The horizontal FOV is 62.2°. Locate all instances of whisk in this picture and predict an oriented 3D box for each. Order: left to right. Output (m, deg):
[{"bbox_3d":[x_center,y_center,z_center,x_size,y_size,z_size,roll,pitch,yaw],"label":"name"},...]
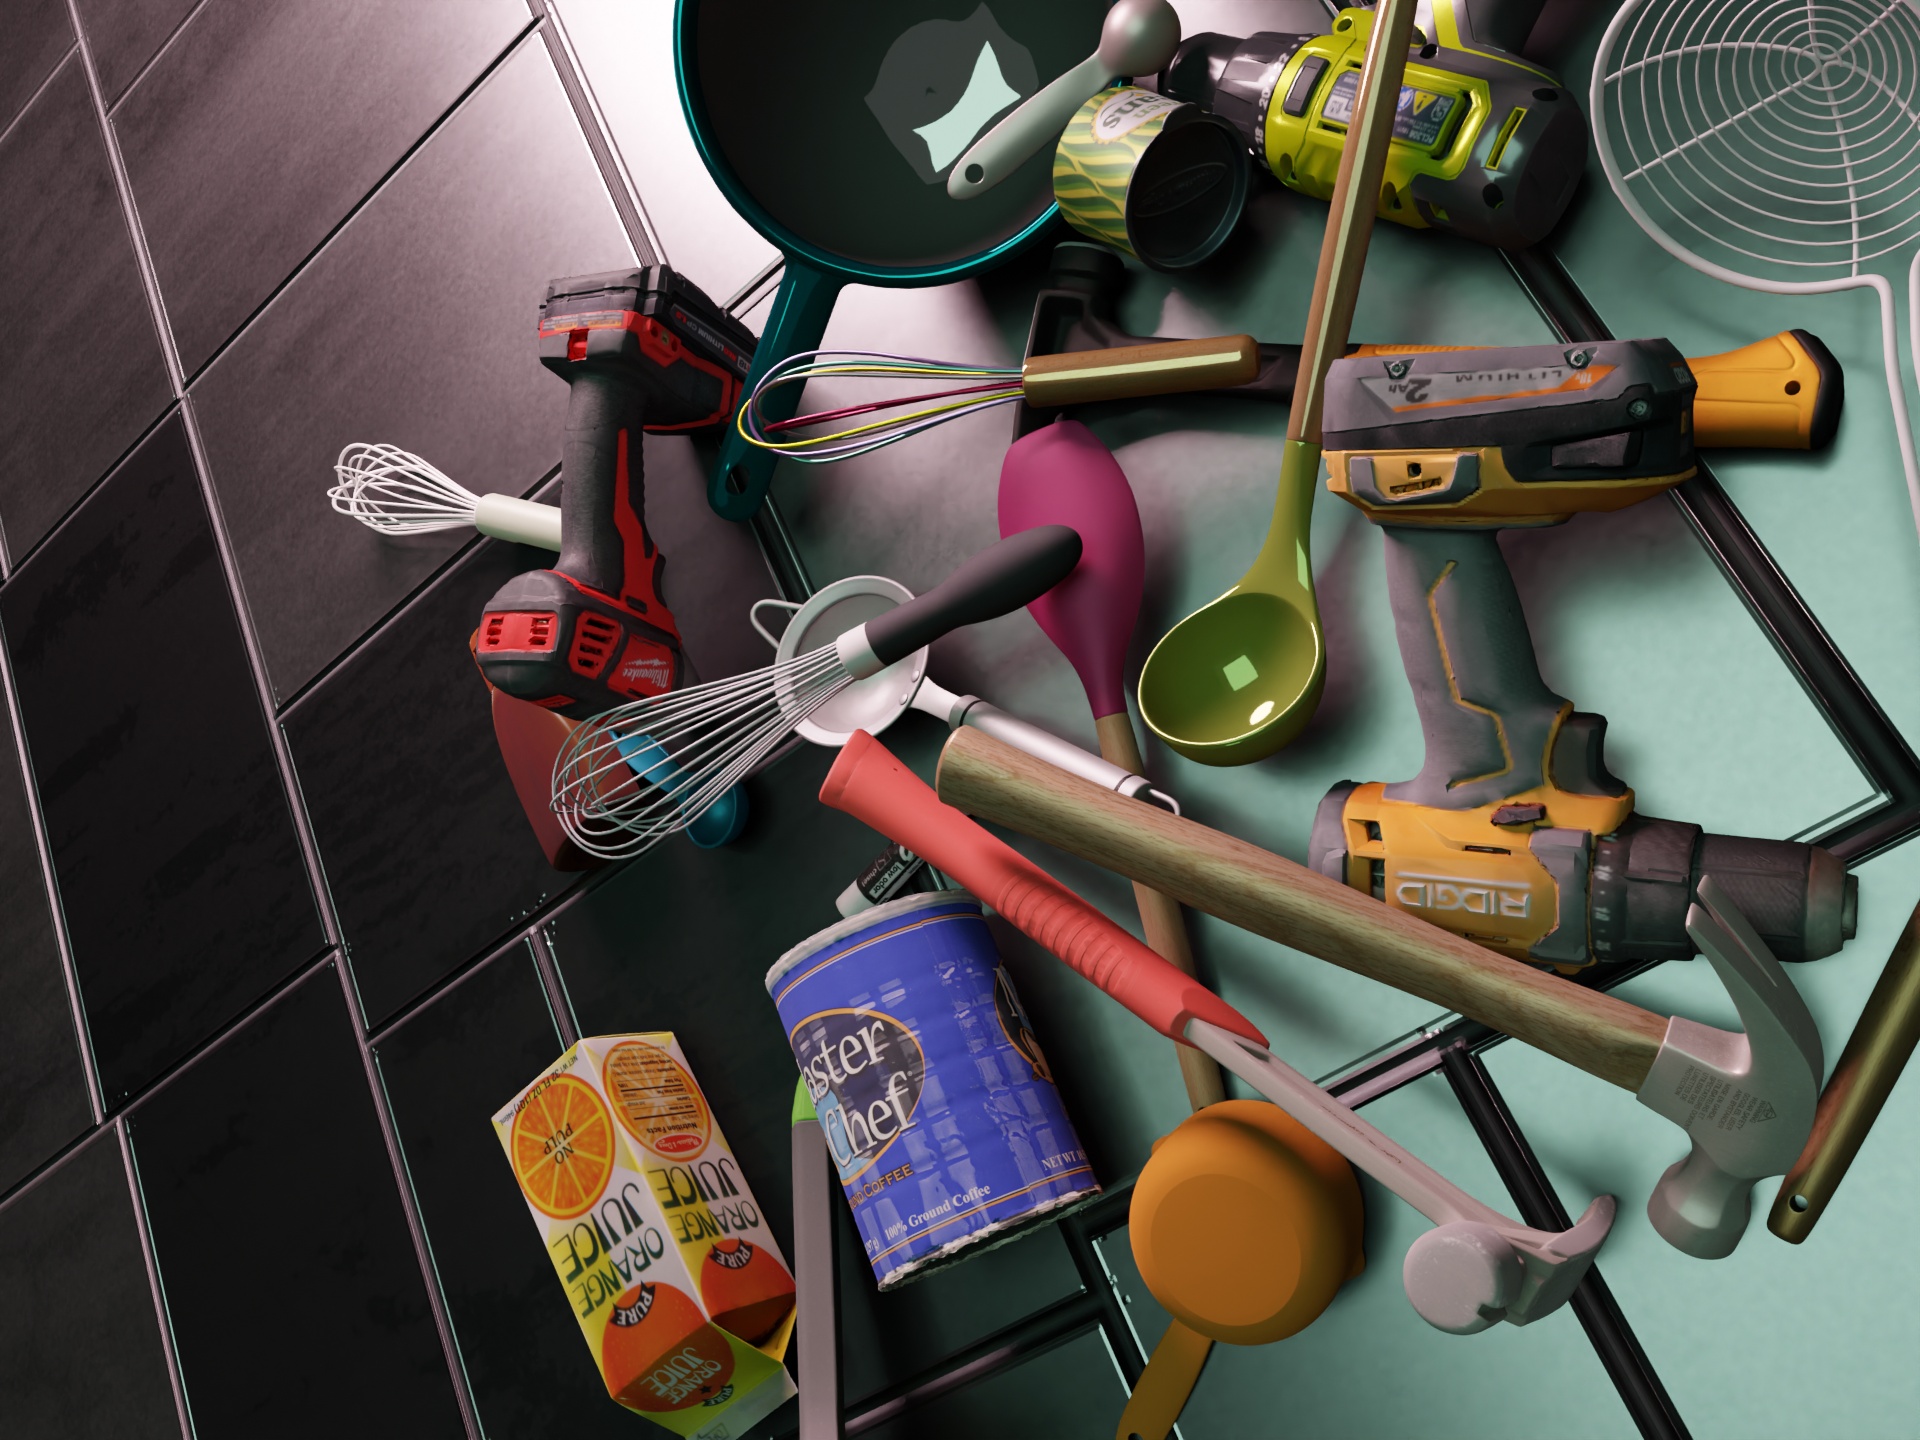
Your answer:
[{"bbox_3d":[-0.280,-0.121,0.928,0.246,0.058,0.059,15,125,29],"label":"whisk"},{"bbox_3d":[-0.071,-0.018,0.718,0.284,0.070,0.070,-27,70,16],"label":"whisk"},{"bbox_3d":[0.010,-0.144,0.704,0.245,0.047,0.051,-1,112,22],"label":"whisk"}]

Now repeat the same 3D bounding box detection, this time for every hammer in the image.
[{"bbox_3d":[0.077,0.103,0.625,0.359,0.149,0.036,34,102,34],"label":"hammer"},{"bbox_3d":[0.138,0.073,0.583,0.331,0.031,0.130,23,126,21],"label":"hammer"},{"bbox_3d":[0.174,-0.133,0.658,0.337,0.034,0.127,11,87,32],"label":"hammer"}]

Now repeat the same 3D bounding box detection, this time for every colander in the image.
[{"bbox_3d":[-0.020,0.332,0.670,0.094,0.204,0.397,-3,61,-3],"label":"colander"}]

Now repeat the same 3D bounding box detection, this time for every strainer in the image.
[{"bbox_3d":[-0.046,-0.259,0.772,0.211,0.095,0.340,24,109,0],"label":"strainer"},{"bbox_3d":[-0.001,-0.002,0.723,0.259,0.050,0.087,27,87,39],"label":"strainer"}]

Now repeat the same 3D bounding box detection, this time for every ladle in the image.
[{"bbox_3d":[0.133,-0.137,0.621,0.078,0.062,0.320,21,106,44],"label":"ladle"}]

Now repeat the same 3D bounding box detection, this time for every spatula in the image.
[{"bbox_3d":[0.340,0.033,0.528,0.082,0.044,0.317,27,98,36],"label":"spatula"}]

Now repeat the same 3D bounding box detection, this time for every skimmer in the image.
[{"bbox_3d":[0.288,-0.068,0.509,0.127,0.090,0.363,152,112,-69],"label":"skimmer"}]

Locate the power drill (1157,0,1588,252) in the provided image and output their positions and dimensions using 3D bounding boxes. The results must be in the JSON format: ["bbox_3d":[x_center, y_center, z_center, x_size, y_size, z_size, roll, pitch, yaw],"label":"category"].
[{"bbox_3d":[0.196,-0.321,0.650,0.191,0.080,0.228,33,102,35],"label":"power drill"}]

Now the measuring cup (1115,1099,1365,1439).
[{"bbox_3d":[0.094,0.237,0.634,0.095,0.052,0.173,28,102,20],"label":"measuring cup"}]

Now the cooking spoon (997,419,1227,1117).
[{"bbox_3d":[0.071,0.023,0.686,0.069,0.017,0.319,-18,81,30],"label":"cooking spoon"}]

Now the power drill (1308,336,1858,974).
[{"bbox_3d":[0.217,-0.019,0.566,0.185,0.084,0.226,4,104,32],"label":"power drill"}]

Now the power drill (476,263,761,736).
[{"bbox_3d":[-0.163,-0.103,0.803,0.078,0.143,0.220,1,77,27],"label":"power drill"}]

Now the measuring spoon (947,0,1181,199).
[{"bbox_3d":[0.043,-0.270,0.697,0.124,0.018,0.034,-36,99,16],"label":"measuring spoon"}]

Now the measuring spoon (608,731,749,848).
[{"bbox_3d":[-0.150,0.027,0.844,0.129,0.021,0.042,33,106,40],"label":"measuring spoon"}]
